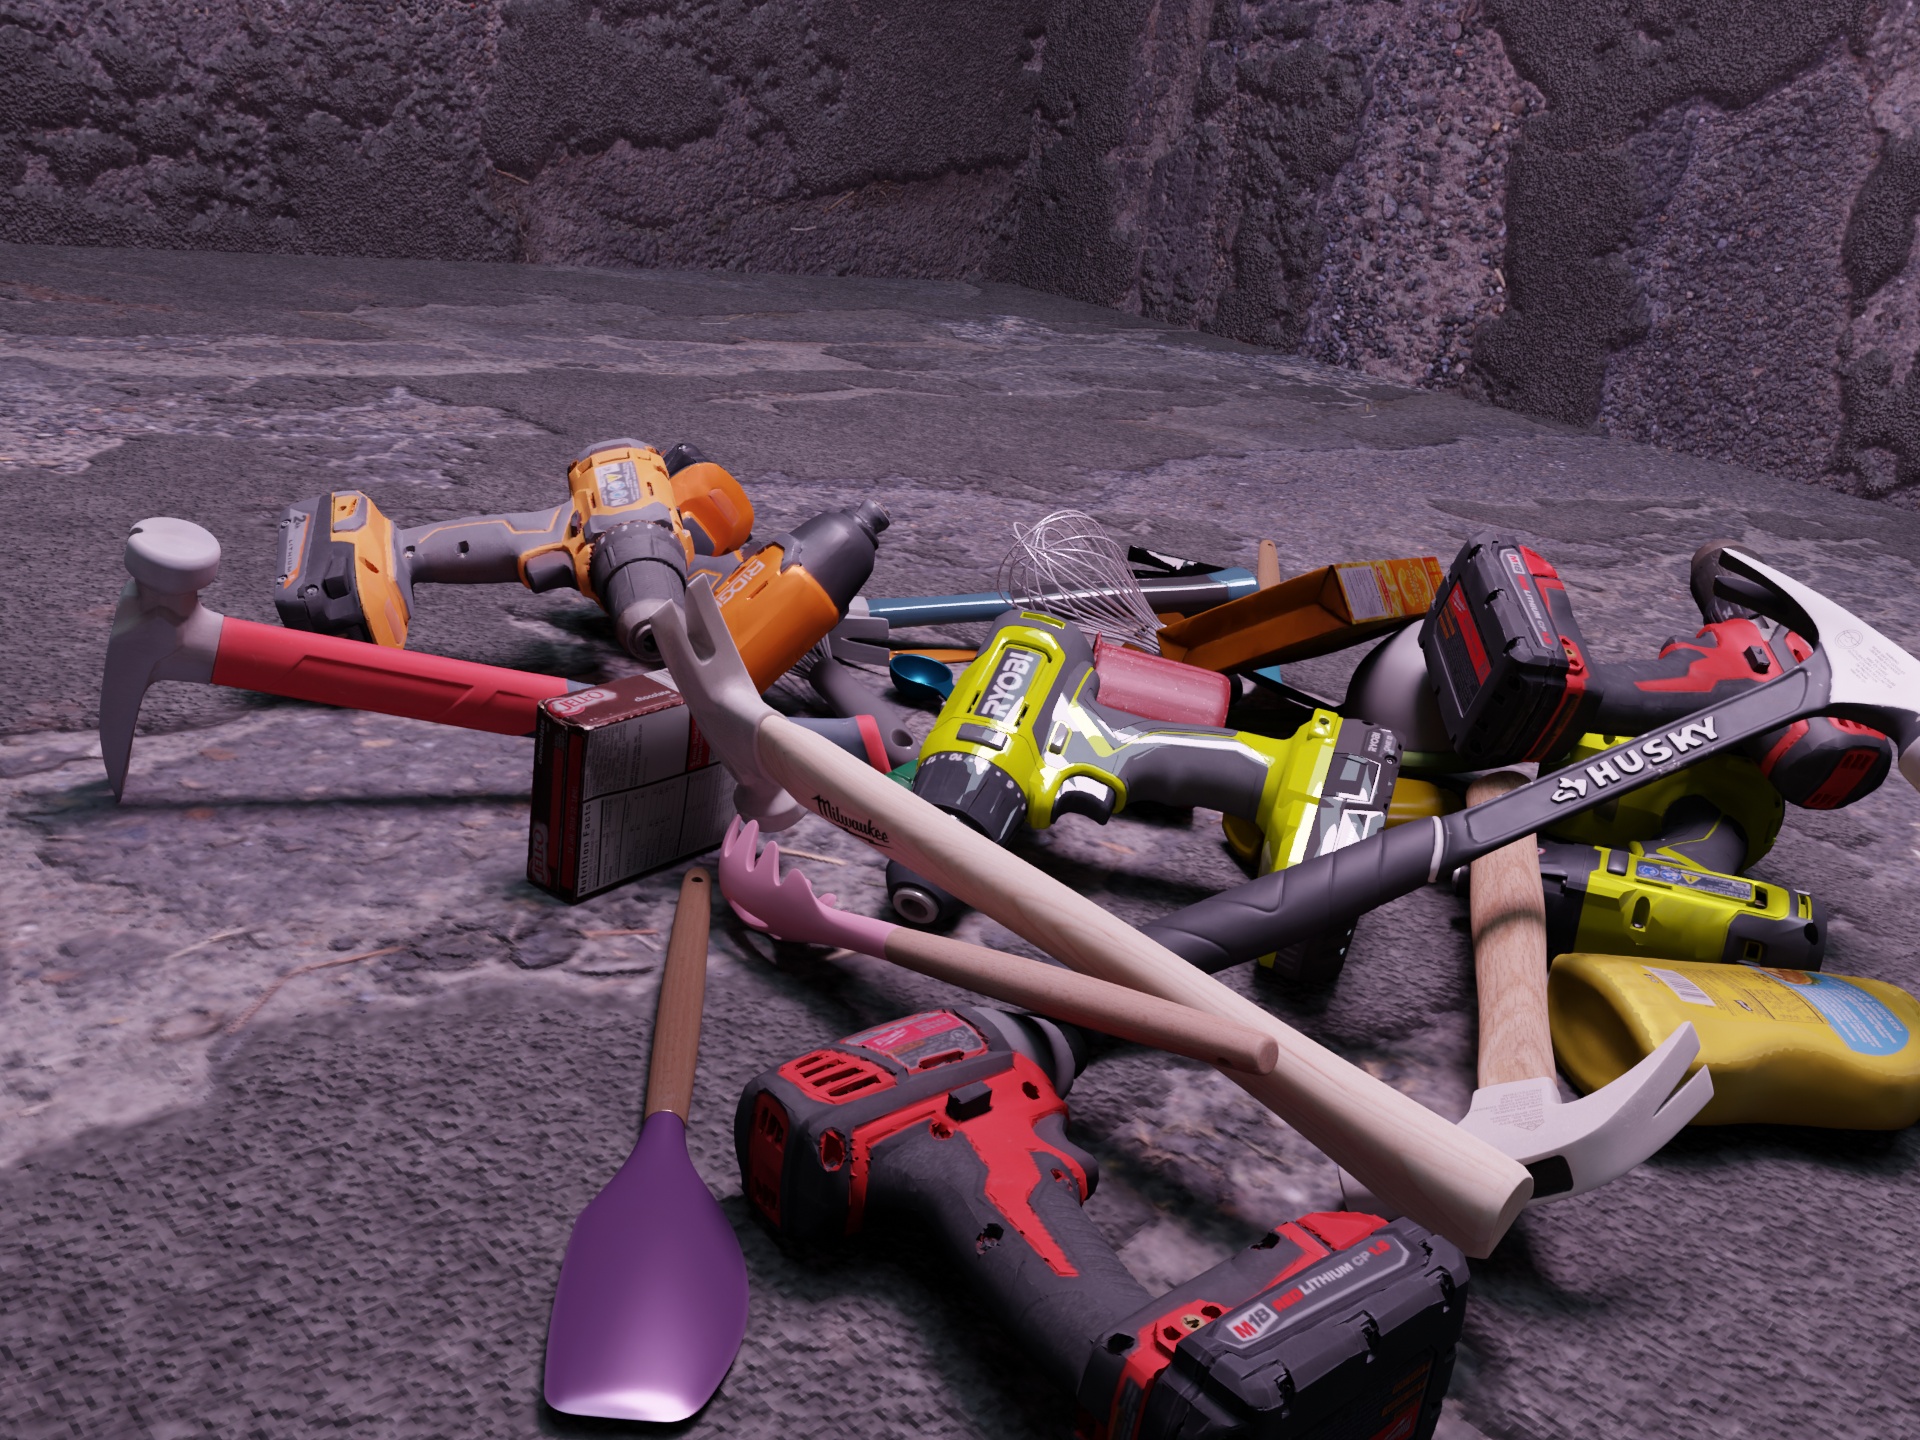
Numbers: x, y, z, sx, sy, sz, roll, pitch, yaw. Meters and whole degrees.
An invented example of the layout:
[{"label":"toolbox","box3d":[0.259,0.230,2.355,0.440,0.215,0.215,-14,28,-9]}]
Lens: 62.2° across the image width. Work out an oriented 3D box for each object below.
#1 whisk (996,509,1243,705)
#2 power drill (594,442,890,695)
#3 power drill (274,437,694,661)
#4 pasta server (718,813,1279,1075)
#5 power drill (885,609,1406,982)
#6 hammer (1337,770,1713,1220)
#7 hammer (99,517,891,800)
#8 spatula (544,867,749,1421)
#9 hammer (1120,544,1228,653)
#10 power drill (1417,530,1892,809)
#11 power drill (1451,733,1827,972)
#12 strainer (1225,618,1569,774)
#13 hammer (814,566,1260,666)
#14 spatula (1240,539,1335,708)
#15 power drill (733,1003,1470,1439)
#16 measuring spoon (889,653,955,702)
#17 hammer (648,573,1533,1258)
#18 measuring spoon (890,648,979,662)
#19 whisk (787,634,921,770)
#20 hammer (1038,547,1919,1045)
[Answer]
[{"label":"whisk","box3d":[0.111,-0.058,1.001,0.070,0.070,0.284,27,-1,39]},{"label":"power drill","box3d":[-0.146,-0.101,1.005,0.164,0.084,0.227,-44,38,-8]},{"label":"power drill","box3d":[-0.265,-0.079,0.911,0.226,0.084,0.186,-13,41,-10]},{"label":"pasta server","box3d":[-0.003,0.087,0.624,0.316,0.060,0.040,7,57,48]},{"label":"power drill","box3d":[0.087,0.045,0.783,0.228,0.080,0.191,16,48,14]},{"label":"hammer","box3d":[0.243,0.099,0.697,0.130,0.031,0.331,-16,16,23]},{"label":"hammer","box3d":[-0.218,0.005,0.807,0.386,0.143,0.038,11,33,-26]},{"label":"spatula","box3d":[-0.106,0.136,0.595,0.059,0.018,0.316,8,22,-10]},{"label":"hammer","box3d":[0.149,-0.070,1.198,0.127,0.034,0.337,15,22,15]},{"label":"power drill","box3d":[0.377,-0.043,0.879,0.226,0.080,0.188,7,45,-8]},{"label":"power drill","box3d":[0.370,0.070,0.872,0.171,0.080,0.223,12,24,21]},{"label":"strainer","box3d":[0.249,-0.025,0.983,0.256,0.069,0.151,-1,22,24]},{"label":"hammer","box3d":[0.048,-0.083,1.127,0.331,0.033,0.128,-4,23,-8]},{"label":"spatula","box3d":[0.240,-0.077,1.199,0.082,0.044,0.318,22,30,-4]},{"label":"power drill","box3d":[0.041,0.162,0.514,0.143,0.078,0.220,-10,25,-40]},{"label":"measuring spoon","box3d":[-0.002,-0.003,1.002,0.042,0.021,0.129,-9,36,-39]},{"label":"hammer","box3d":[0.029,0.069,0.622,0.411,0.146,0.038,29,62,35]},{"label":"measuring spoon","box3d":[-0.006,-0.049,1.115,0.117,0.011,0.021,-5,25,-30]},{"label":"whisk","box3d":[-0.081,-0.028,0.991,0.055,0.055,0.239,-4,29,-30]},{"label":"hammer","box3d":[0.221,0.044,0.691,0.409,0.036,0.149,-22,50,-3]}]
